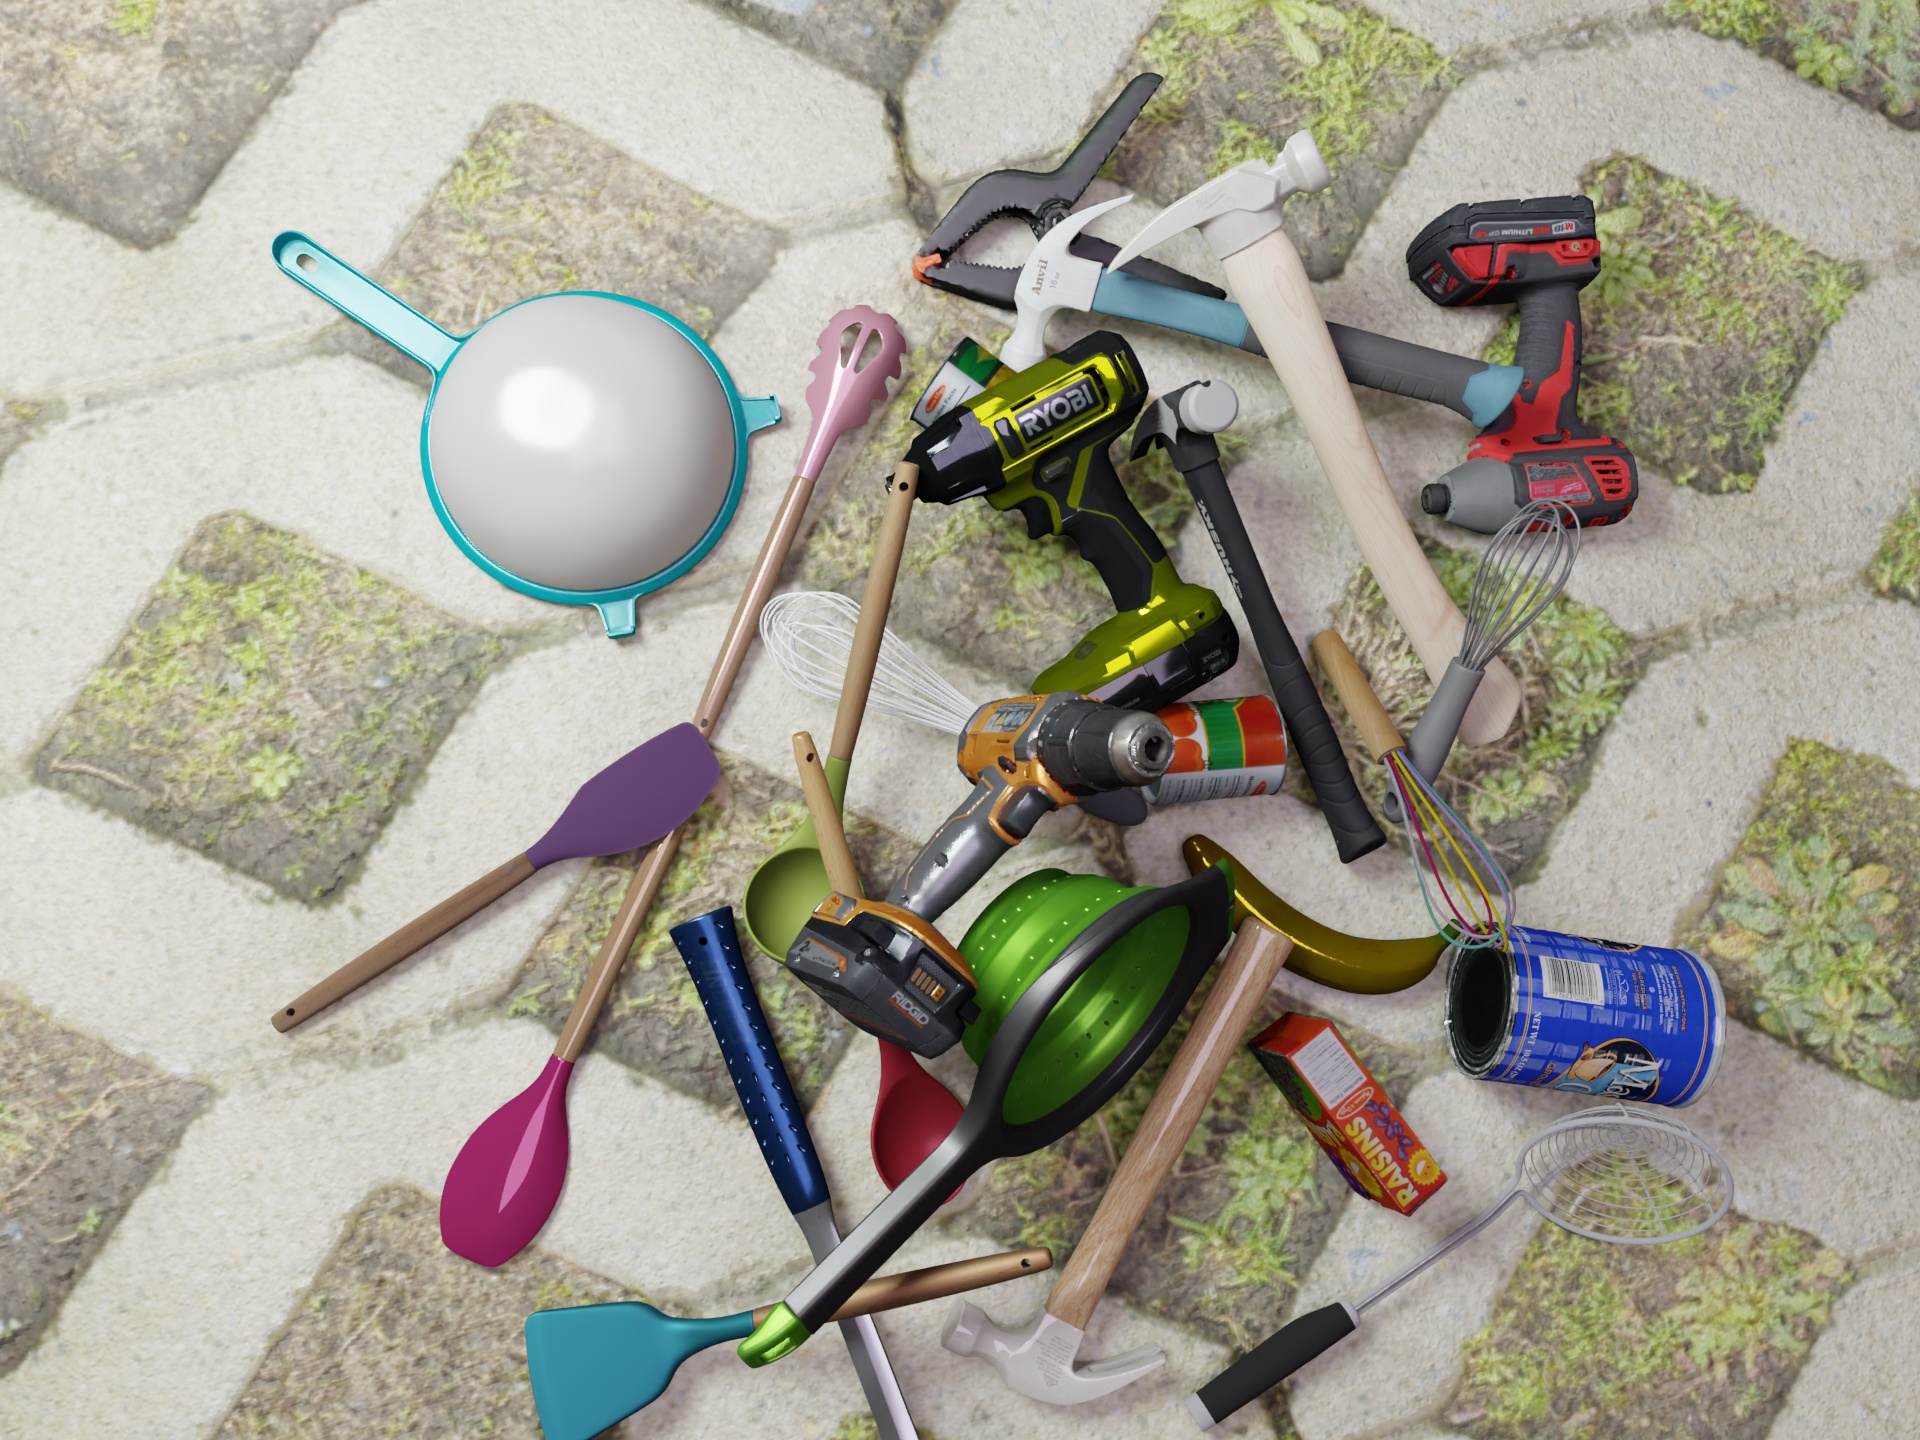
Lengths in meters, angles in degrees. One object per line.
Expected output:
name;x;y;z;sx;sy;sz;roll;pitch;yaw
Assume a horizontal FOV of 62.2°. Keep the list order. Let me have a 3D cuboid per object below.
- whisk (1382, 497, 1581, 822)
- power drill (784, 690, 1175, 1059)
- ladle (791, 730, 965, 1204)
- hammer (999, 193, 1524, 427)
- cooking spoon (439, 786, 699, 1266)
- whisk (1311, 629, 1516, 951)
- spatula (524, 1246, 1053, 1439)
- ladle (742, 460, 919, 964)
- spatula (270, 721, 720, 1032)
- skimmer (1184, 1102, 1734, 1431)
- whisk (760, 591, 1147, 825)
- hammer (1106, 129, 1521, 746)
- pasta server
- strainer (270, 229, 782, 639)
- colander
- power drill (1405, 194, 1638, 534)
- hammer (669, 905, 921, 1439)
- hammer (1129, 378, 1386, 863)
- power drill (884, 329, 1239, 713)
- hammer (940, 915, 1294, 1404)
whisk;0.329;-0.033;1.023;0.055;0.055;0.238;18;116;-4
power drill;0.017;0.076;0.900;0.084;0.185;0.226;44;71;-20
ladle;-0.056;0.155;0.977;0.069;0.031;0.315;-22;106;-28
hammer;0.199;-0.252;1.038;0.331;0.033;0.128;15;111;2
cooking spoon;-0.239;0.188;1.000;0.069;0.017;0.319;24;82;0
whisk;0.286;0.042;1.022;0.051;0.047;0.245;-39;56;25
spatula;-0.099;0.356;0.943;0.317;0.044;0.082;-16;79;8
ladle;-0.068;0.000;0.972;0.078;0.062;0.320;13;104;-5
spatula;-0.290;0.104;0.998;0.316;0.018;0.060;-33;77;-6
skimmer;0.312;0.361;1.006;0.363;0.090;0.127;-31;120;-6
whisk;-0.001;-0.004;1.030;0.284;0.070;0.070;28;82;-7
hammer;0.247;-0.157;1.030;0.146;0.038;0.410;-25;105;18
pasta server;-0.112;-0.132;1.046;0.060;0.040;0.316;22;86;-4
strainer;-0.294;-0.218;0.999;0.340;0.095;0.211;33;82;-3
colander;0.001;0.210;0.950;0.397;0.204;0.095;-41;59;-19
power drill;0.375;-0.236;1.086;0.143;0.078;0.220;-6;88;-6
hammer;-0.094;0.313;0.984;0.144;0.035;0.405;-24;83;9
hammer;0.199;-0.058;1.037;0.035;0.146;0.334;-26;99;-8
power drill;0.067;-0.109;1.004;0.171;0.080;0.223;-29;105;-7
hammer;0.122;0.278;1.007;0.130;0.031;0.331;29;89;-5
